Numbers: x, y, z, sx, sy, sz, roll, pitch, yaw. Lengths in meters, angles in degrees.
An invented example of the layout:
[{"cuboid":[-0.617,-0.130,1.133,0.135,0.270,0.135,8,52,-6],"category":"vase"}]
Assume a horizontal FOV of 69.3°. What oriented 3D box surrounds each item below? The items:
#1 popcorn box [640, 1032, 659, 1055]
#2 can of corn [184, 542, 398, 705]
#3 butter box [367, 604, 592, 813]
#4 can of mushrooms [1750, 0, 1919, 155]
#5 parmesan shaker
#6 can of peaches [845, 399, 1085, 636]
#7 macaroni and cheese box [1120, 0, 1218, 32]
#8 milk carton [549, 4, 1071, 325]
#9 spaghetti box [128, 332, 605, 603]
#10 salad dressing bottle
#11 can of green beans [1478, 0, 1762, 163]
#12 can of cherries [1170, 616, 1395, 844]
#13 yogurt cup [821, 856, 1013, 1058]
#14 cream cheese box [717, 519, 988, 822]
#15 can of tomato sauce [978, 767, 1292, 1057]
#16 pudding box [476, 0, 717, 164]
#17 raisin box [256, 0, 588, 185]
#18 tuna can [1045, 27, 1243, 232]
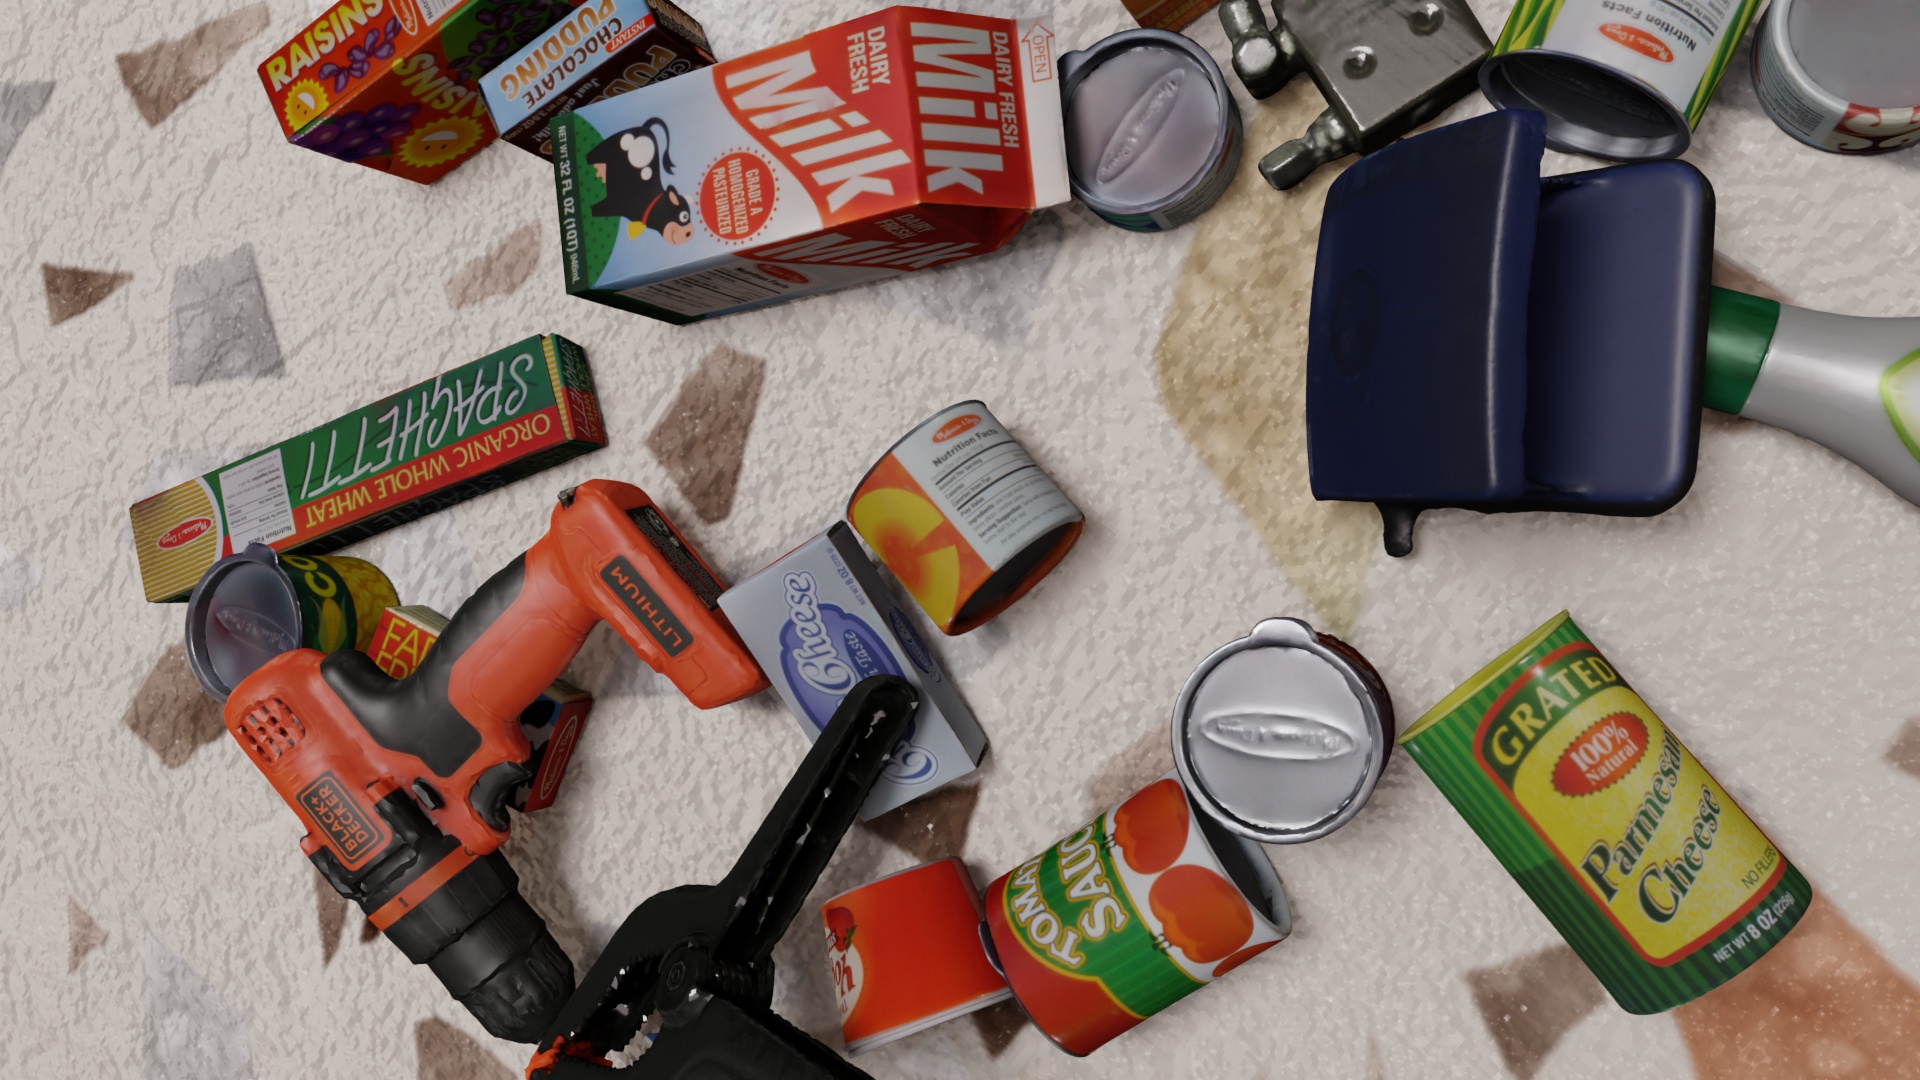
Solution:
[{"cuboid":[-0.079,0.240,0.502,0.126,0.038,0.085,8,92,55],"category":"popcorn box"},{"cuboid":[-0.292,0.036,0.612,0.071,0.058,0.071,-1,88,21],"category":"can of corn"},{"cuboid":[-0.212,0.071,0.599,0.103,0.024,0.053,23,95,19],"category":"butter box"},{"cuboid":[0.280,-0.154,0.418,0.071,0.033,0.071,-1,87,21],"category":"can of mushrooms"},{"cuboid":[0.196,0.080,0.424,0.071,0.071,0.103,-42,75,14],"category":"parmesan shaker"},{"cuboid":[0.002,-0.006,0.501,0.071,0.071,0.058,-45,75,14],"category":"can of peaches"},{"cuboid":[0.028,-0.246,0.446,0.040,0.166,0.124,-31,78,18],"category":"macaroni and cheese box"},{"cuboid":[-0.052,-0.138,0.517,0.190,0.073,0.072,-8,85,23],"category":"milk carton"},{"cuboid":[-0.270,-0.028,0.622,0.250,0.029,0.050,-18,82,19],"category":"spaghetti box"},{"cuboid":[0.275,-0.043,0.410,0.148,0.044,0.064,20,96,21],"category":"salad dressing bottle"},{"cuboid":[0.204,-0.158,0.427,0.071,0.071,0.058,27,92,19],"category":"can of green beans"},{"cuboid":[0.109,0.060,0.460,0.071,0.058,0.071,-1,88,22],"category":"can of cherries"},{"cuboid":[-0.017,0.149,0.502,0.072,0.072,0.054,-26,71,18],"category":"yogurt cup"},{"cuboid":[-0.040,0.050,0.518,0.053,0.024,0.103,-30,99,18],"category":"cream cheese box"},{"cuboid":[0.058,0.124,0.471,0.083,0.071,0.071,-36,76,15],"category":"can of tomato sauce"},{"cuboid":[-0.149,-0.191,0.572,0.083,0.049,0.030,-27,77,17],"category":"pudding box"},{"cuboid":[-0.211,-0.202,0.577,0.123,0.086,0.040,-28,84,18],"category":"raisin box"},{"cuboid":[0.065,-0.147,0.499,0.071,0.033,0.071,-1,88,21],"category":"tuna can"}]
